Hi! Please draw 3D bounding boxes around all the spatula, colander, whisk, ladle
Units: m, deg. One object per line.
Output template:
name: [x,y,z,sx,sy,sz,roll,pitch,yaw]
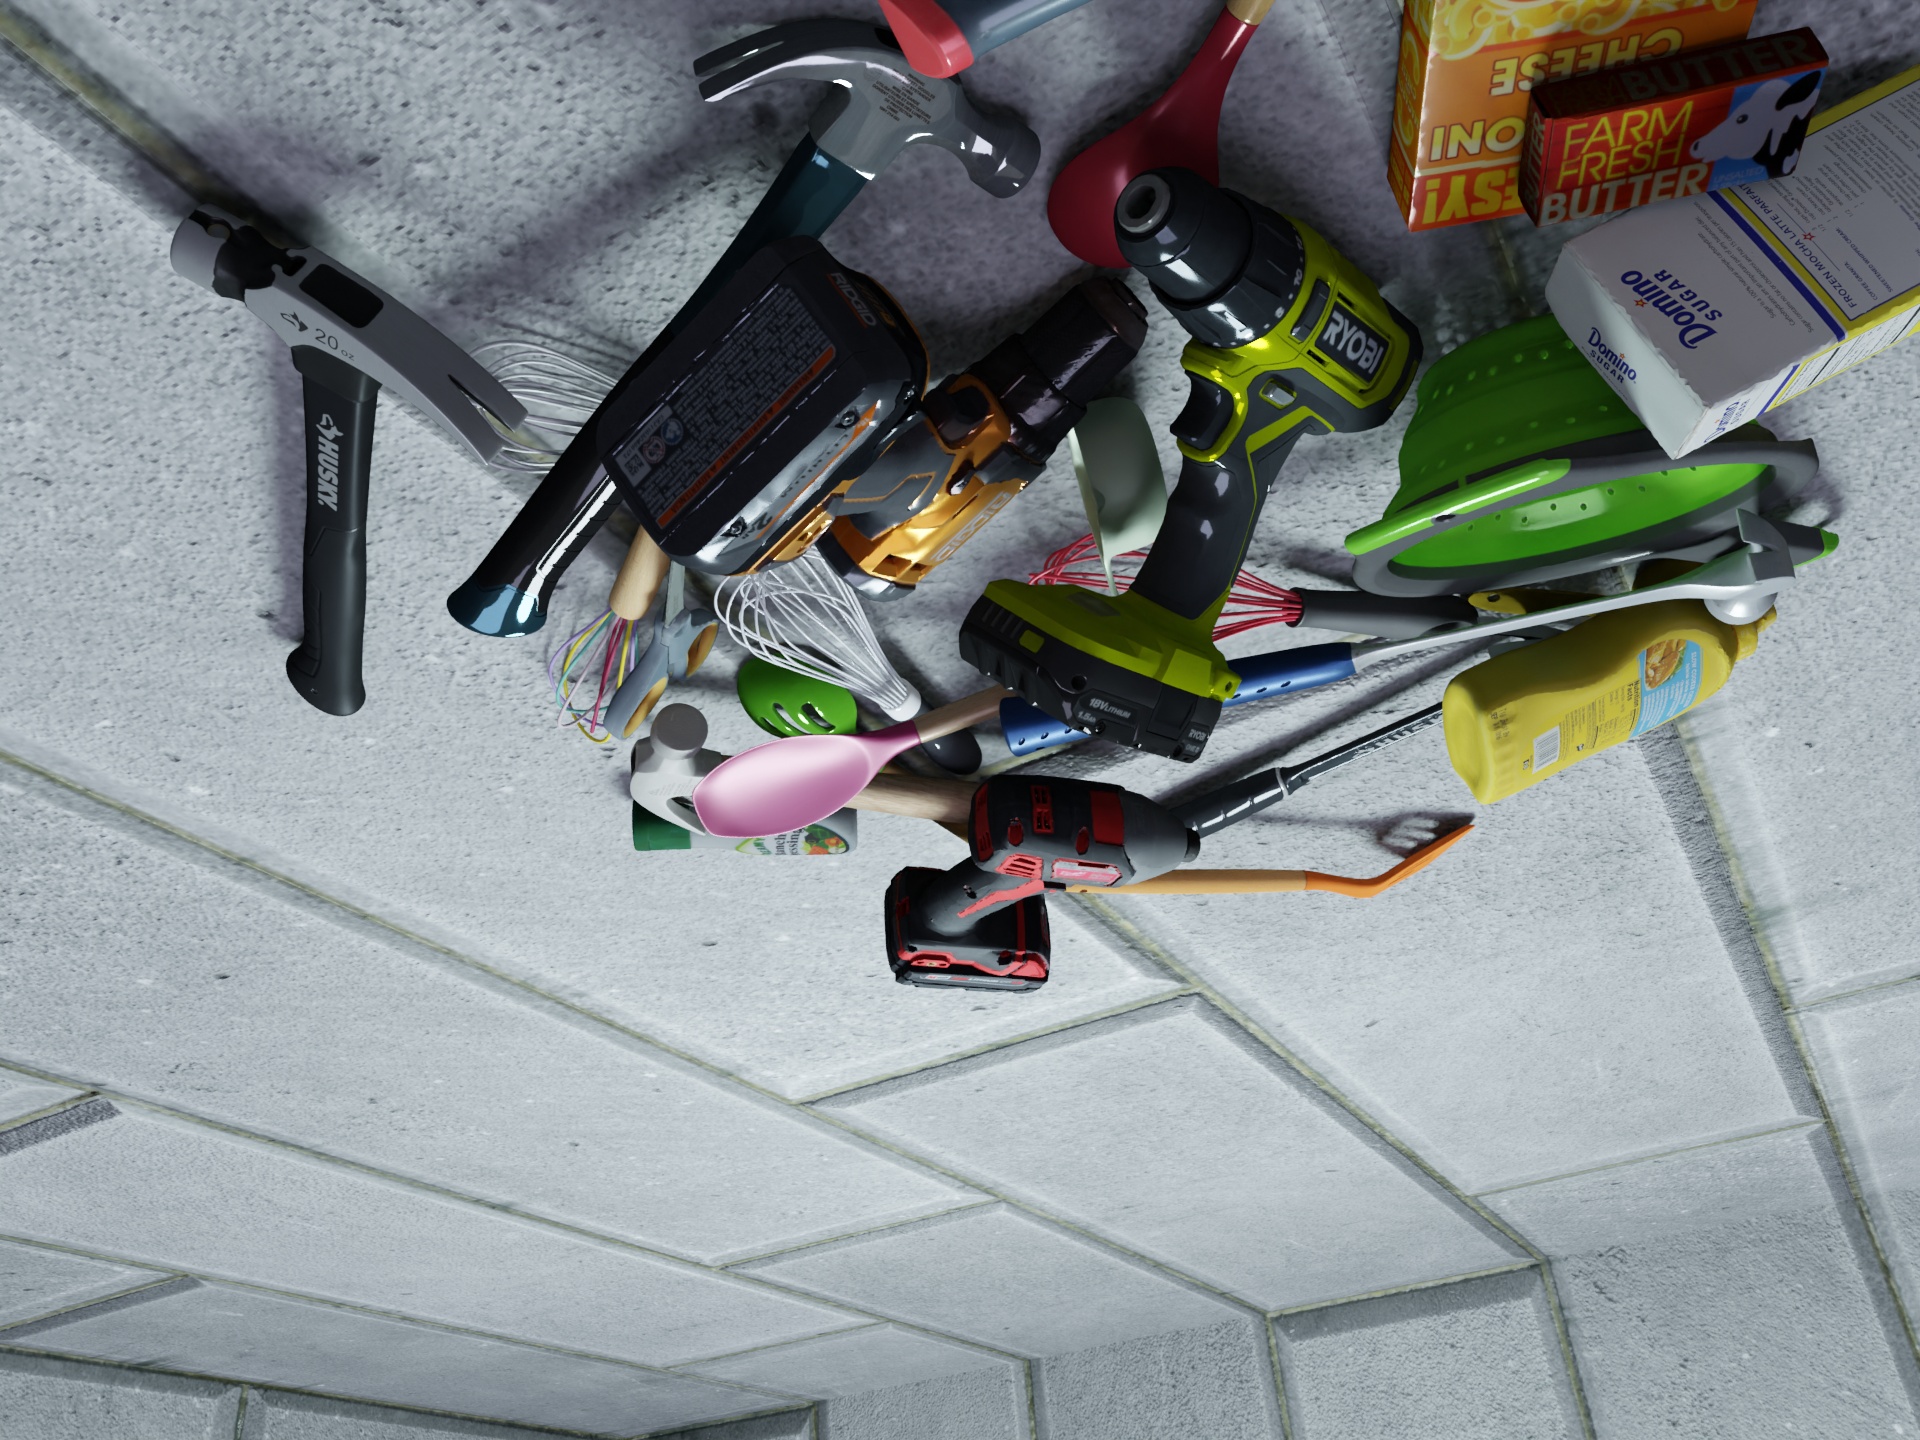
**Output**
spatula: [0.225,0.109,1.160,0.322,0.041,0.081,1,151,-16]
colander: [0.339,-0.131,0.796,0.397,0.094,0.204,-1,167,-41]
whisk: [-0.118,-0.134,0.758,0.246,0.059,0.058,6,-170,-24]
whisk: [0.172,-0.065,0.894,0.295,0.073,0.073,2,147,-23]
ladle: [0.117,-0.280,0.578,0.069,0.031,0.315,9,143,-22]
whisk: [-0.179,-0.050,0.853,0.051,0.047,0.245,6,153,-23]
whisk: [-0.049,-0.026,0.924,0.070,0.070,0.284,-18,151,19]

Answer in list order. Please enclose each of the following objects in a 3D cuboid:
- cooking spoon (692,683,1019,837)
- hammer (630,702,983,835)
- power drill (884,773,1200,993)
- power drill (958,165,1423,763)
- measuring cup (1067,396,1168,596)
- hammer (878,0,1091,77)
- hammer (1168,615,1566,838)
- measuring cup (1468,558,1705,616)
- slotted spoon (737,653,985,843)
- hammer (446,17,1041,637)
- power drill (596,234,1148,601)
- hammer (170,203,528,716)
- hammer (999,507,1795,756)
cooking spoon: [-0.001,-0.003,0.921,0.319,0.017,0.068,-21,129,-5]
hammer: [-0.042,0.047,1.000,0.331,0.031,0.130,8,154,-21]
power drill: [0.046,0.102,1.005,0.143,0.079,0.219,7,151,-22]
power drill: [0.093,-0.107,0.682,0.190,0.080,0.228,15,104,-49]
measuring cup: [0.090,-0.080,0.789,0.038,0.083,0.167,-17,110,3]
hammer: [0.154,-0.289,0.488,0.386,0.143,0.038,-12,147,19]
hammer: [0.227,0.035,1.061,0.409,0.036,0.149,-28,151,35]
measuring cup: [0.374,-0.077,0.932,0.156,0.029,0.062,3,146,-1]
slotted spoon: [-0.039,0.039,1.051,0.070,0.031,0.313,-17,147,26]
hammer: [-0.118,-0.150,0.676,0.128,0.033,0.331,24,124,-36]
power drill: [-0.021,-0.130,0.664,0.185,0.084,0.226,-41,165,19]
hammer: [-0.298,-0.091,0.773,0.146,0.035,0.334,29,145,-5]
hammer: [0.215,-0.037,0.831,0.405,0.035,0.144,-12,170,17]
